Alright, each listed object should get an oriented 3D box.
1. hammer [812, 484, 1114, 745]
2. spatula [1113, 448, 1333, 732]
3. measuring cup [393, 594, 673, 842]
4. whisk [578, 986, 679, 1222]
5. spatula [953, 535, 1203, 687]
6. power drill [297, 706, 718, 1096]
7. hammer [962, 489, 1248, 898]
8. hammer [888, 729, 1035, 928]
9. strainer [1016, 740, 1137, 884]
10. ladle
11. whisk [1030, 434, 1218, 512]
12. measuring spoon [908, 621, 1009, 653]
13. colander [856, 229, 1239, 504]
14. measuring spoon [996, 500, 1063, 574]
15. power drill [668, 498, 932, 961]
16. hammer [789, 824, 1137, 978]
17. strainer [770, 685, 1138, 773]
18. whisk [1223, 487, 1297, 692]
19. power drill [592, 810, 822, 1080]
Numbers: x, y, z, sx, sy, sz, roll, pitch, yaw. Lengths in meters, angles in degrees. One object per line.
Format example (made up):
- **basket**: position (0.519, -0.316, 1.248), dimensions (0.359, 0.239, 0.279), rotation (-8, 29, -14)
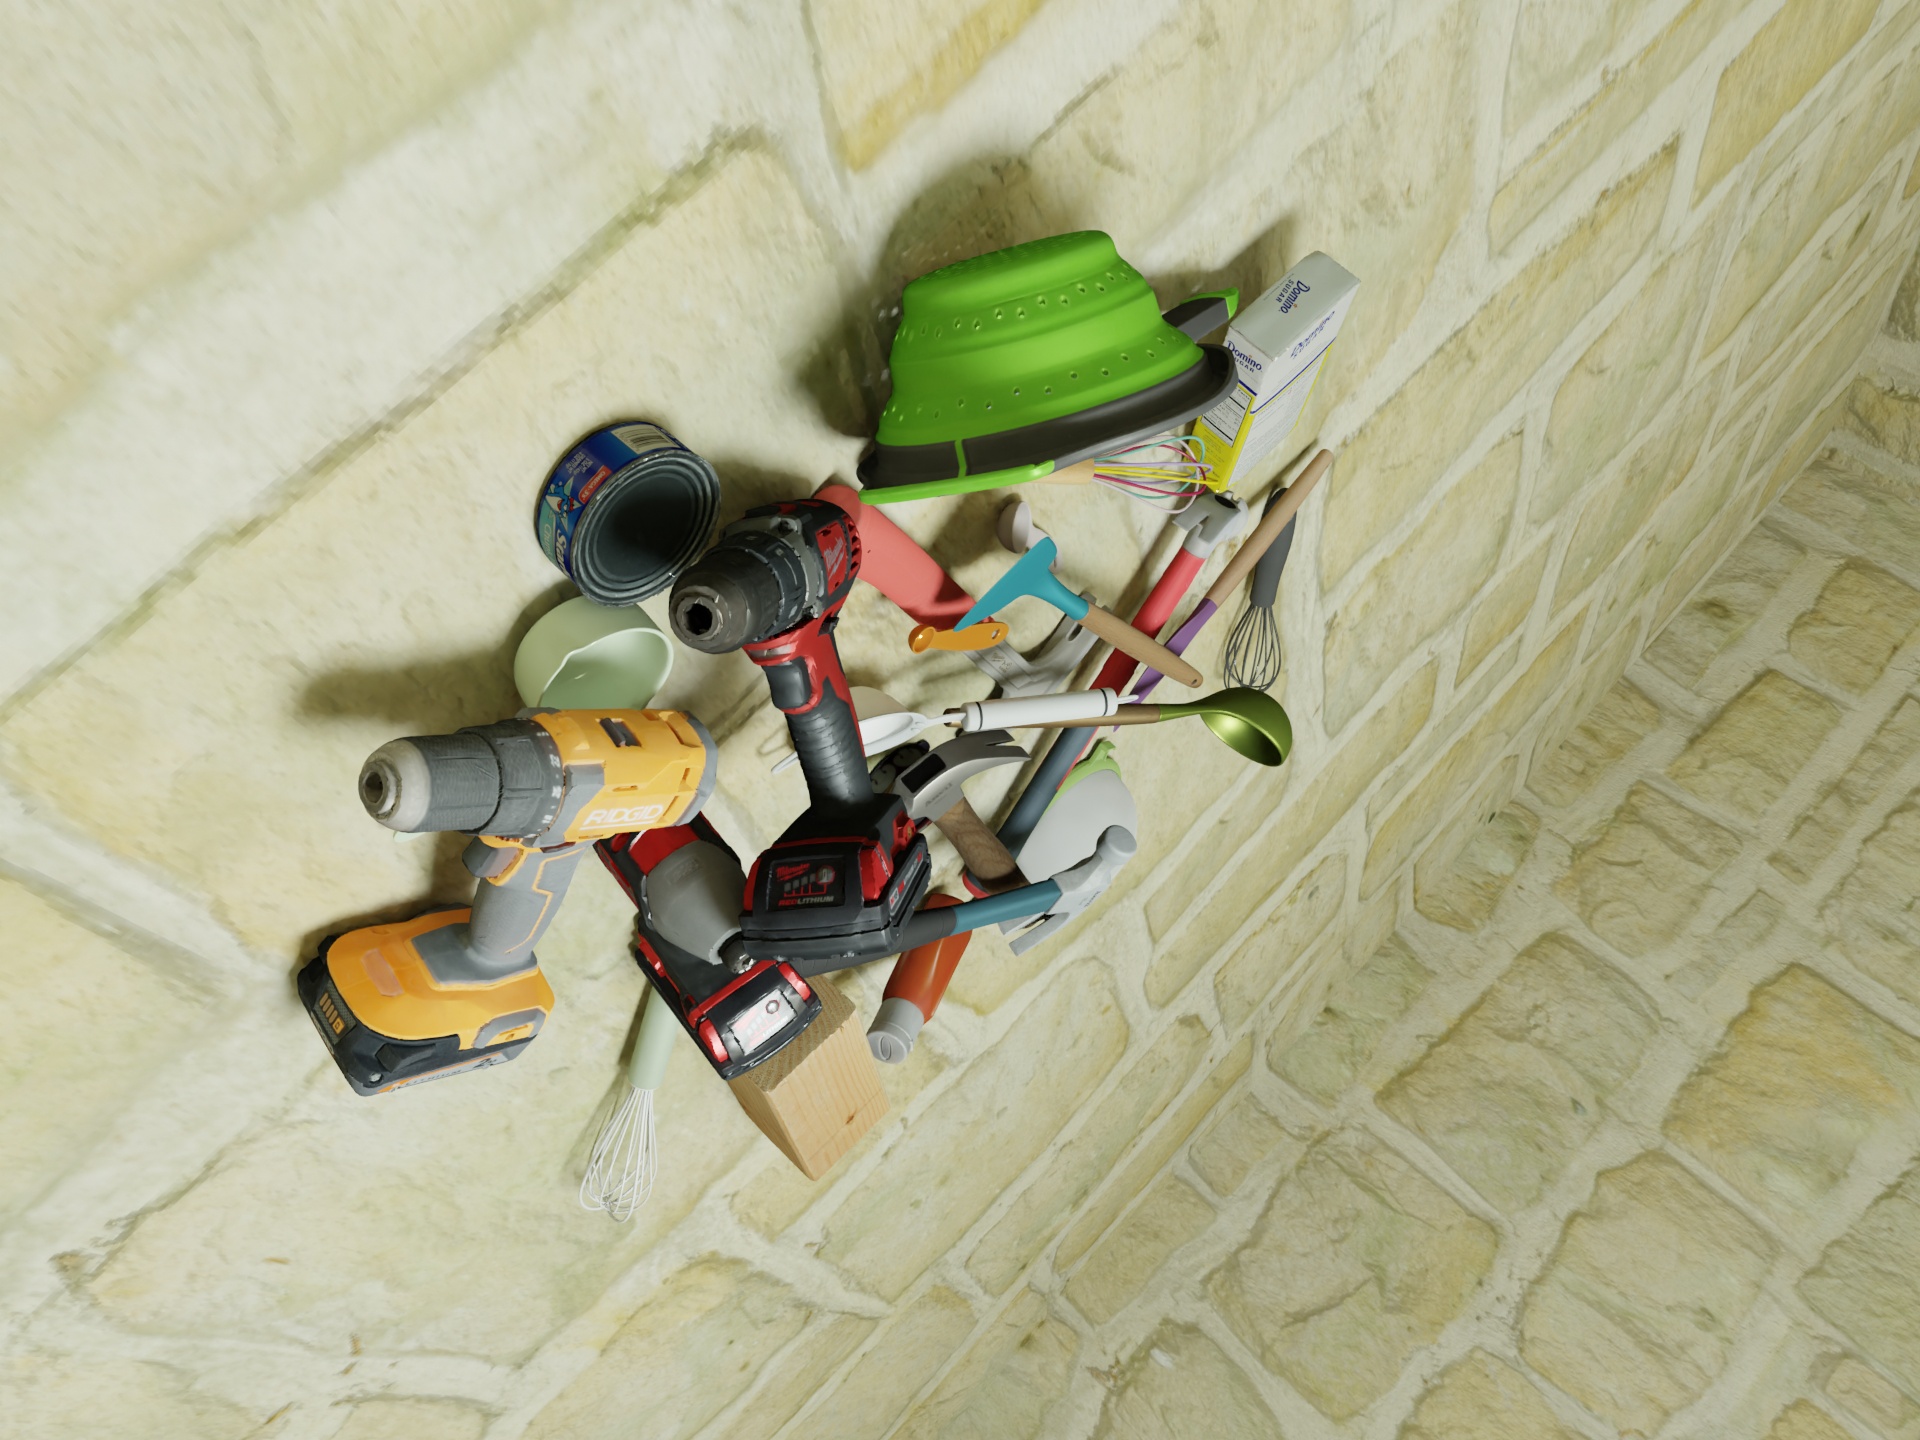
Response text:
- **hammer**: position (0.000, -0.075, 1.033), dimensions (0.149, 0.037, 0.358), rotation (-51, 154, 1)
- **spatula**: position (0.212, -0.111, 1.263), dimensions (0.316, 0.018, 0.059), rotation (-50, 164, -23)
- **measuring cup**: position (-0.221, -0.002, 0.791), dimensions (0.167, 0.038, 0.083), rotation (-37, 156, -1)
- **whisk**: position (-0.221, 0.254, 1.107), dimensions (0.057, 0.059, 0.246), rotation (-1, 123, -36)
- **spatula**: position (0.098, -0.060, 1.087), dimensions (0.082, 0.044, 0.317), rotation (-45, 146, 16)
- **power drill**: position (-0.241, 0.083, 0.778), dimensions (0.226, 0.084, 0.185), rotation (-51, 155, 24)
- **hammer**: position (0.101, -0.007, 1.248), dimensions (0.386, 0.038, 0.143), rotation (-59, 170, 22)
- **hammer**: position (0.018, 0.097, 1.200), dimensions (0.130, 0.031, 0.331), rotation (-40, 153, -3)
- **strainer**: position (0.073, 0.145, 1.396), dimensions (0.256, 0.069, 0.151), rotation (-44, 153, -17)
- **ladle**: position (0.120, 0.007, 1.161), dimensions (0.320, 0.078, 0.062), rotation (-1, 102, -35)
- **whisk**: position (0.097, -0.167, 1.056), dimensions (0.245, 0.047, 0.051), rotation (-7, 140, -49)
- **measuring spoon**: position (-0.001, -0.055, 1.010), dimensions (0.117, 0.011, 0.021), rotation (-9, 132, -59)
- **colander**: position (0.071, -0.227, 0.881), dimensions (0.397, 0.204, 0.094), rotation (-42, 122, -52)
- **measuring spoon**: position (0.047, -0.120, 1.077), dimensions (0.124, 0.018, 0.034), rotation (26, 75, -69)
- **power drill**: position (-0.084, 0.006, 0.804), dimensions (0.188, 0.080, 0.226), rotation (-54, 137, -71)
- **hammer**: position (-0.020, 0.149, 1.165), dimensions (0.331, 0.033, 0.128), rotation (-9, 146, -38)
- **strainer**: position (-0.002, -0.003, 1.039), dimensions (0.258, 0.050, 0.087), rotation (-6, 163, -20)
- **whisk**: position (0.270, -0.108, 1.407), dimensions (0.055, 0.055, 0.238), rotation (-34, 145, -30)
- **power drill**: position (-0.151, 0.122, 0.935), dimensions (0.078, 0.143, 0.219), rotation (-35, 153, -17)
